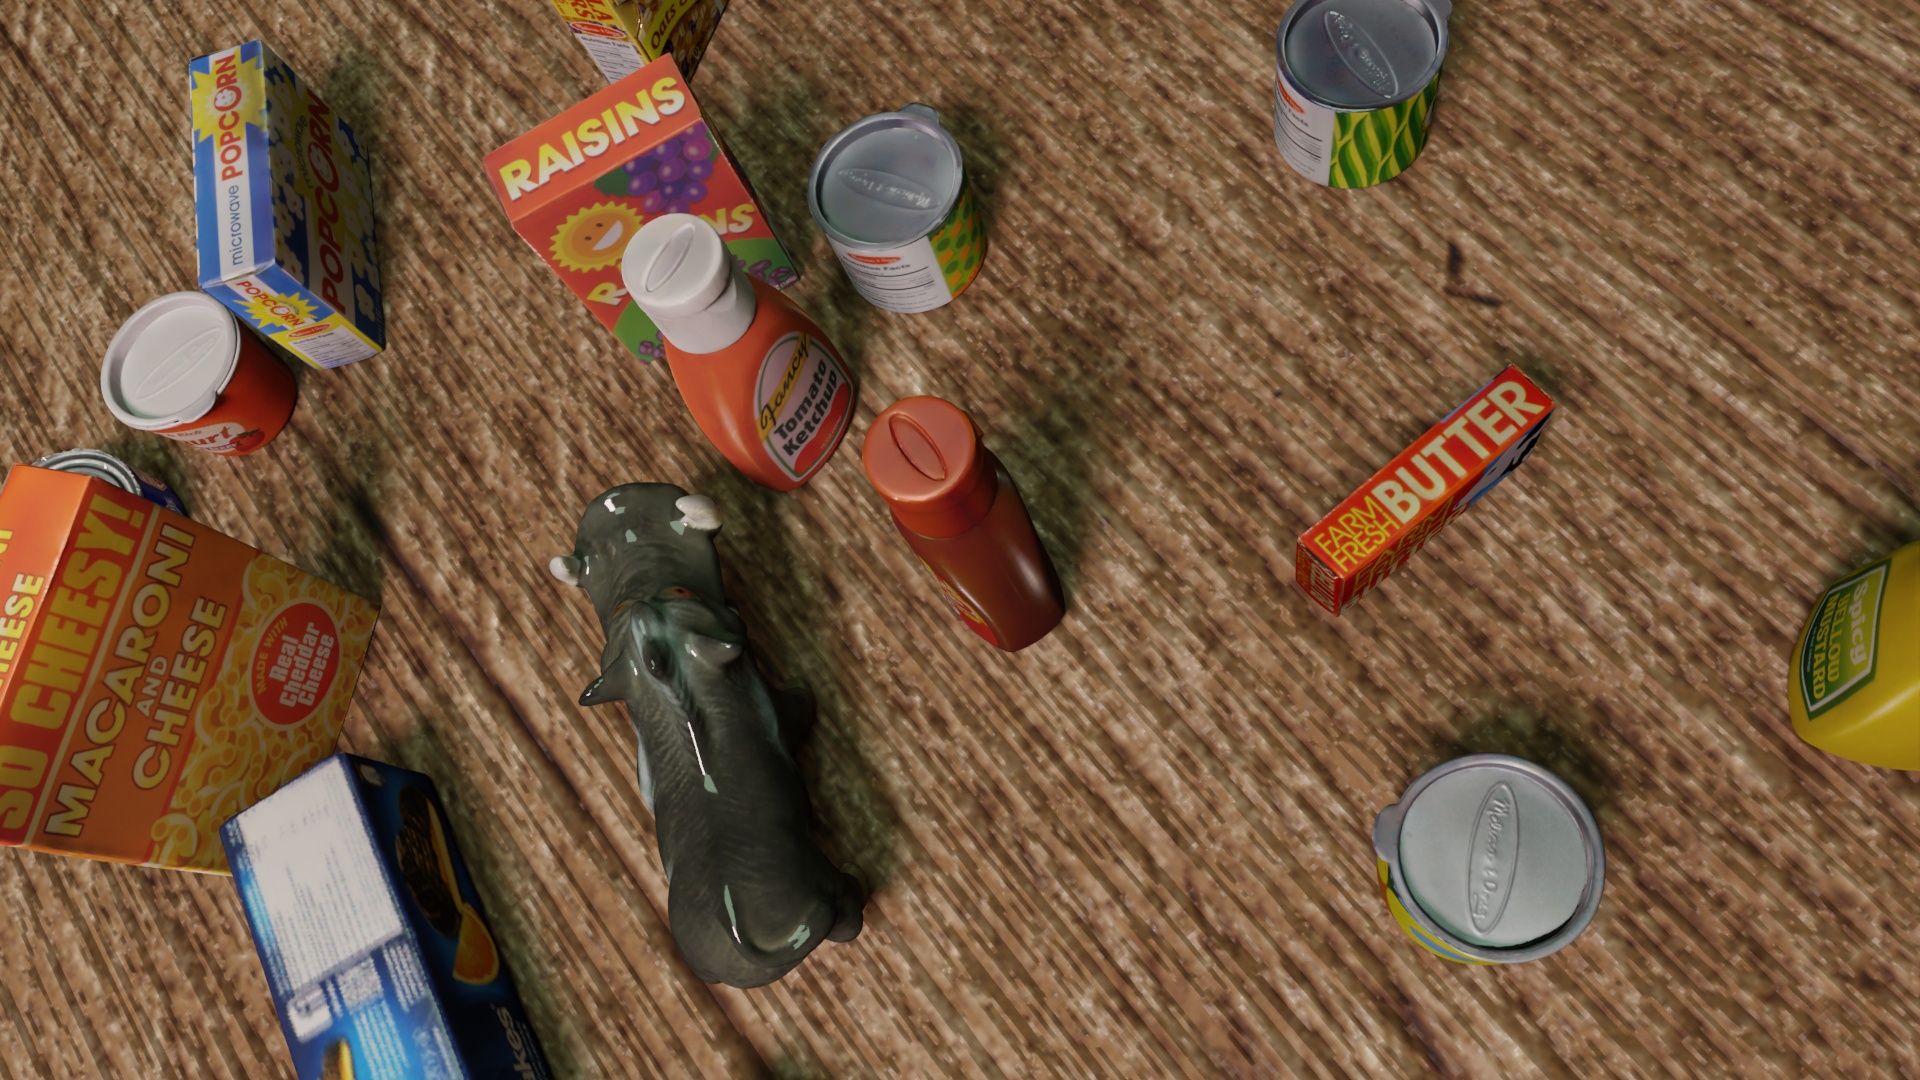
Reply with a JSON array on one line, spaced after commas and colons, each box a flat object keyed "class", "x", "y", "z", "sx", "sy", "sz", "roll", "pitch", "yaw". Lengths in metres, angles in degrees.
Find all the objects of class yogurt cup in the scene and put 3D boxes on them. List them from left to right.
[{"class": "yogurt cup", "x": -0.347, "y": -0.073, "z": 0.640, "sx": 0.072, "sy": 0.054, "sz": 0.072, "roll": -4, "pitch": 71, "yaw": 10}]

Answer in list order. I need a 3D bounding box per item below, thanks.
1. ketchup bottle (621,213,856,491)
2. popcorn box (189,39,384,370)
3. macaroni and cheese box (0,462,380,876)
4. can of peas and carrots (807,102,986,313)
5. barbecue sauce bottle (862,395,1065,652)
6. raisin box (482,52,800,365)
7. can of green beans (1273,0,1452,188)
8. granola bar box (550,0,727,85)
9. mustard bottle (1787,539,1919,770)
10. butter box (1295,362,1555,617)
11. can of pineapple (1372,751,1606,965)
[{"class": "ketchup bottle", "x": -0.084, "y": -0.072, "z": 0.535, "sx": 0.043, "sy": 0.148, "sz": 0.065, "roll": 26, "pitch": 79, "yaw": 18}, {"class": "popcorn box", "x": -0.311, "y": -0.153, "z": 0.644, "sx": 0.038, "sy": 0.085, "sz": 0.127, "roll": -17, "pitch": 69, "yaw": 6}, {"class": "macaroni and cheese box", "x": -0.302, "y": 0.058, "z": 0.525, "sx": 0.040, "sy": 0.166, "sz": 0.124, "roll": 7, "pitch": 73, "yaw": 14}, {"class": "can of peas and carrots", "x": -0.025, "y": -0.141, "z": 0.596, "sx": 0.071, "sy": 0.058, "sz": 0.071, "roll": -4, "pitch": 71, "yaw": 10}, {"class": "barbecue sauce bottle", "x": 0.002, "y": -0.006, "z": 0.495, "sx": 0.044, "sy": 0.148, "sz": 0.065, "roll": -36, "pitch": 68, "yaw": -2}, {"class": "raisin box", "x": -0.128, "y": -0.133, "z": 0.579, "sx": 0.086, "sy": 0.123, "sz": 0.040, "roll": -28, "pitch": 68, "yaw": 1}, {"class": "can of green beans", "x": 0.163, "y": -0.188, "z": 0.574, "sx": 0.071, "sy": 0.057, "sz": 0.071, "roll": -4, "pitch": 71, "yaw": 10}, {"class": "granola bar box", "x": -0.136, "y": -0.308, "z": 0.641, "sx": 0.039, "sy": 0.124, "sz": 0.166, "roll": 17, "pitch": 75, "yaw": 17}, {"class": "mustard bottle", "x": 0.299, "y": 0.028, "z": 0.416, "sx": 0.049, "sy": 0.160, "sz": 0.065, "roll": 13, "pitch": 75, "yaw": 16}, {"class": "butter box", "x": 0.170, "y": -0.017, "z": 0.515, "sx": 0.103, "sy": 0.053, "sz": 0.024, "roll": -39, "pitch": 69, "yaw": -3}, {"class": "can of pineapple", "x": 0.174, "y": 0.108, "z": 0.469, "sx": 0.071, "sy": 0.057, "sz": 0.071, "roll": -4, "pitch": 71, "yaw": 10}]
